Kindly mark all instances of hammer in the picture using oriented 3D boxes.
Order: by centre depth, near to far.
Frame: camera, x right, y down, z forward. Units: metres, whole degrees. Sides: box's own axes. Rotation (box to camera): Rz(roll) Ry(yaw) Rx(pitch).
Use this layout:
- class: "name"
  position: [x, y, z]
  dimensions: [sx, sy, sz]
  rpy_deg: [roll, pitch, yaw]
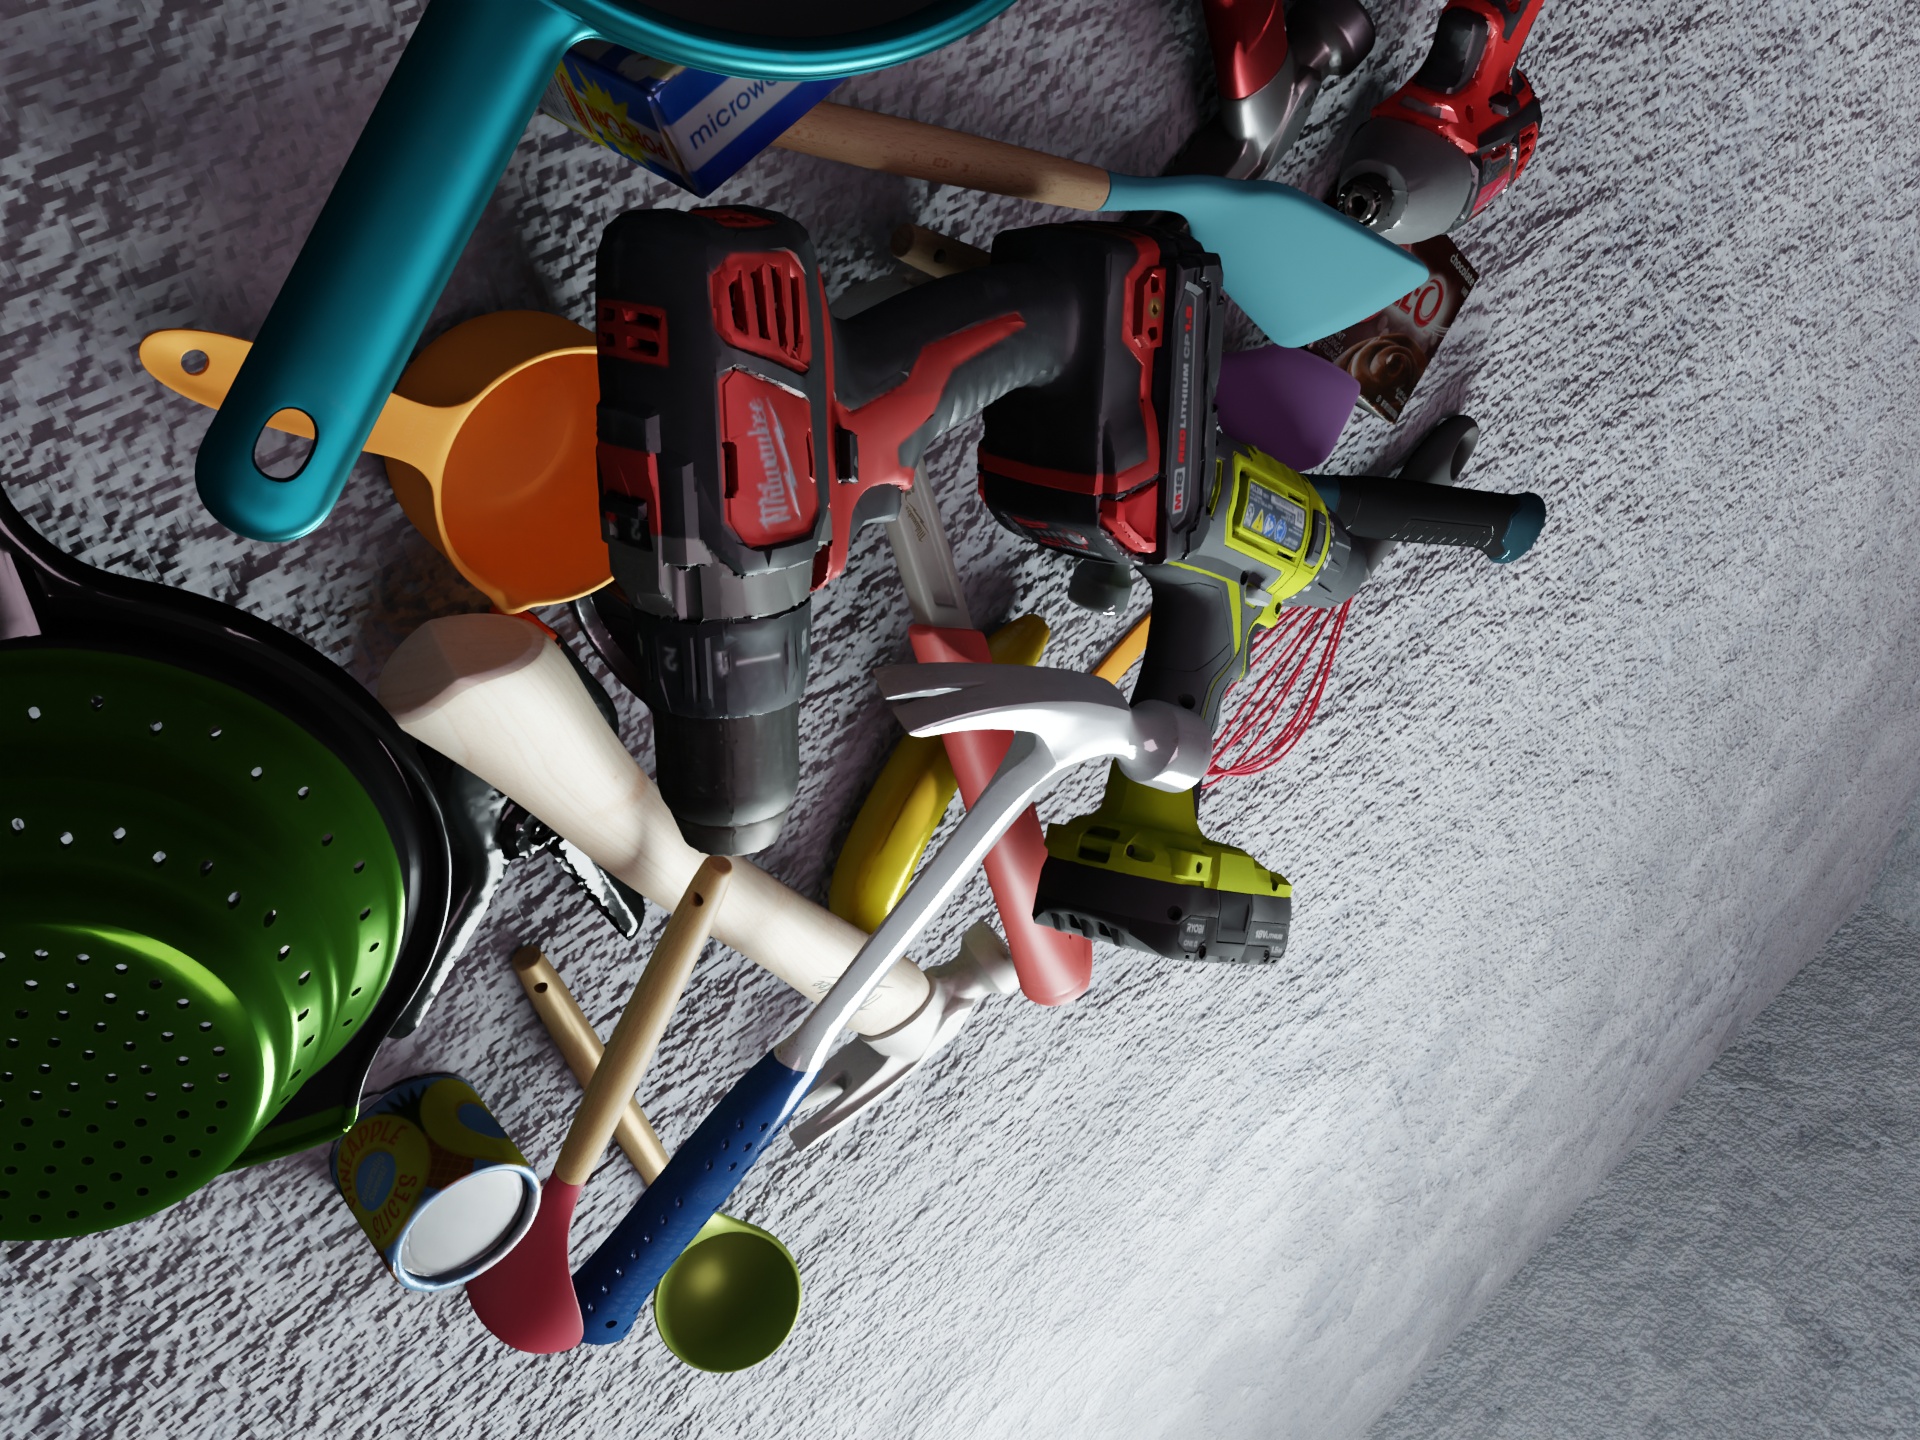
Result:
- class: "hammer"
  position: [0.069, -0.304, 0.515]
  dimensions: [0.143, 0.038, 0.386]
  rpy_deg: [-49, 155, -4]
- class: "hammer"
  position: [-0.099, 0.080, 0.648]
  dimensions: [0.146, 0.038, 0.410]
  rpy_deg: [-39, 146, 0]
- class: "hammer"
  position: [-0.001, -0.002, 0.662]
  dimensions: [0.149, 0.037, 0.358]
  rpy_deg: [-54, 140, -38]
- class: "hammer"
  position: [-0.067, 0.132, 0.665]
  dimensions: [0.144, 0.035, 0.405]
  rpy_deg: [16, 122, -39]
- class: "hammer"
  position: [0.200, -0.113, 0.839]
  dimensions: [0.330, 0.033, 0.128]
  rpy_deg: [0, 114, -37]

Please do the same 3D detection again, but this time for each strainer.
- class: "strainer"
  position: [-0.091, -0.199, 0.372]
  dimensions: [0.210, 0.095, 0.340]
  rpy_deg: [27, 89, -28]

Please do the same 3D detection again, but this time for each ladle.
- class: "ladle"
  position: [-0.150, 0.169, 0.653]
  dimensions: [0.031, 0.069, 0.315]
  rpy_deg: [-38, 160, -56]
- class: "ladle"
  position: [-0.145, 0.215, 0.754]
  dimensions: [0.078, 0.062, 0.319]
  rpy_deg: [-24, 135, -11]

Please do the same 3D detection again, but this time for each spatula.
- class: "spatula"
  position: [0.031, -0.188, 0.576]
  dimensions: [0.317, 0.082, 0.044]
  rpy_deg: [0, 81, -32]
- class: "spatula"
  position: [0.084, -0.153, 0.670]
  dimensions: [0.315, 0.018, 0.059]
  rpy_deg: [7, 113, -48]

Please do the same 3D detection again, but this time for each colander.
- class: "colander"
  position: [-0.246, 0.000, 0.389]
  dimensions: [0.204, 0.095, 0.396]
  rpy_deg: [-12, 122, -14]

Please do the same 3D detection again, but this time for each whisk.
- class: "whisk"
  position: [0.214, -0.074, 0.915]
  dimensions: [0.296, 0.073, 0.073]
  rpy_deg: [-49, 145, -17]

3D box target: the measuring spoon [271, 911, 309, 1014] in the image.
- class: "measuring spoon"
  position: [-0.239, 0.086, 0.580]
  dimensions: [0.034, 0.018, 0.124]
  rpy_deg: [-19, 125, -37]

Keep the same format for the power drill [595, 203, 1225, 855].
- class: "power drill"
  position: [-0.014, -0.070, 0.511]
  dimensions: [0.226, 0.080, 0.187]
  rpy_deg: [-20, 119, -43]

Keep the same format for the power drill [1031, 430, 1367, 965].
- class: "power drill"
  position: [0.119, -0.009, 0.730]
  dimensions: [0.190, 0.080, 0.228]
  rpy_deg: [13, 87, -51]

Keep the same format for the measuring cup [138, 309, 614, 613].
- class: "measuring cup"
  position: [-0.165, -0.093, 0.479]
  dimensions: [0.173, 0.052, 0.095]
  rpy_deg: [13, 109, -50]

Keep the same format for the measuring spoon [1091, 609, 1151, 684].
- class: "measuring spoon"
  position: [0.099, -0.043, 0.846]
  dimensions: [0.117, 0.011, 0.021]
  rpy_deg: [-47, 144, -8]

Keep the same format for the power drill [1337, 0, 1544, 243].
- class: "power drill"
  position: [0.214, -0.302, 0.642]
  dimensions: [0.143, 0.079, 0.219]
  rpy_deg: [-38, 150, -40]
